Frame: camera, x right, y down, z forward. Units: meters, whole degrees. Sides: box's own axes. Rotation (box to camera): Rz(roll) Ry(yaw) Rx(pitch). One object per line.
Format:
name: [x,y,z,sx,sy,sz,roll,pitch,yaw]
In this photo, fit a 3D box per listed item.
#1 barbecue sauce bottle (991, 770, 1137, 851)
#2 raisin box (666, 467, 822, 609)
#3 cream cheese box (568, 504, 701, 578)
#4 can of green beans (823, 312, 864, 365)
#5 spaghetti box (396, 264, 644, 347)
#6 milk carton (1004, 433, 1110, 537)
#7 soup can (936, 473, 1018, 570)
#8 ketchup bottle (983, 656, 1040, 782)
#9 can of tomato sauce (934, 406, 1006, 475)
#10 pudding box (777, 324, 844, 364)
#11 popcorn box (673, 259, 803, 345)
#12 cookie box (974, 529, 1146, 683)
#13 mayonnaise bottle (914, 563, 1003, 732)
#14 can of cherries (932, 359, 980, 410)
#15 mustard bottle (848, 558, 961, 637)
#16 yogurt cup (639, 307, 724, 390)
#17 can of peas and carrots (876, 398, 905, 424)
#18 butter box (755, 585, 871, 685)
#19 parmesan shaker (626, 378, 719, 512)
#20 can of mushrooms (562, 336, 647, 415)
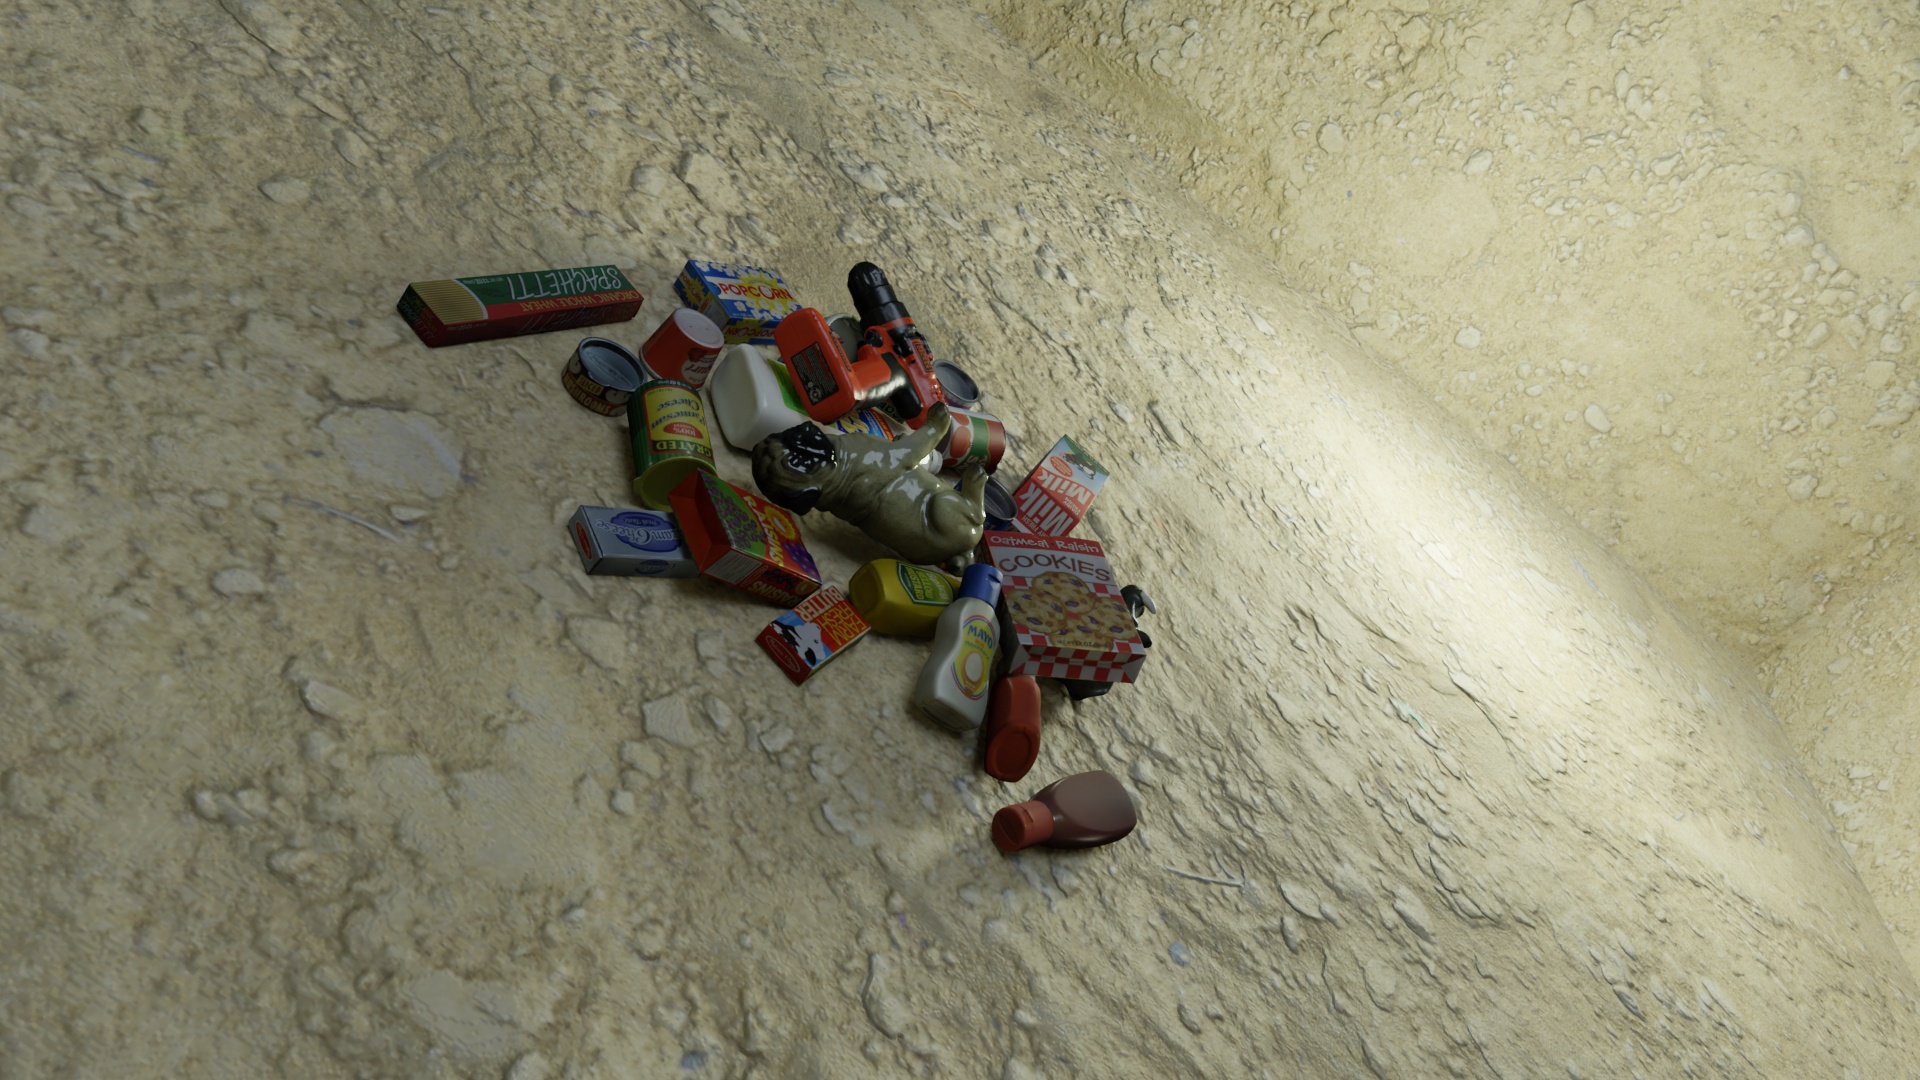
barbecue sauce bottle: [0.087,0.233,1.175,0.149,0.043,0.065,1,49,-49]
raisin box: [-0.175,0.000,1.142,0.123,0.040,0.086,30,26,-55]
cream cheese box: [-0.252,0.001,1.093,0.104,0.024,0.053,5,47,-48]
can of green beans: [-0.135,-0.199,1.442,0.071,0.057,0.071,7,81,-45]
spaghetti box: [-0.377,-0.209,1.219,0.050,0.028,0.251,48,30,9]
milk carton: [0.096,-0.042,1.523,0.072,0.073,0.191,42,29,-1]
soup can: [0.005,-0.017,1.369,0.071,0.083,0.072,30,31,-20]
ketchup bottle: [0.047,0.148,1.226,0.043,0.064,0.149,20,24,-5]
can of tomato sauce: [-0.002,-0.108,1.503,0.083,0.071,0.071,7,44,-46]
pudding box: [-0.158,-0.175,1.383,0.030,0.083,0.050,47,30,10]
popcorn box: [-0.224,-0.246,1.444,0.127,0.038,0.085,-8,57,-55]
cookie box: [0.090,0.058,1.292,0.123,0.040,0.168,6,36,-17]
mayonnaise bottle: [0.005,0.090,1.215,0.064,0.041,0.149,38,51,-30]
can of cherries: [-0.023,-0.161,1.554,0.071,0.058,0.072,30,32,-21]
mustard bottle: [-0.027,0.057,1.267,0.160,0.048,0.065,11,44,-43]
yogurt cup: [-0.258,-0.180,1.300,0.072,0.053,0.073,31,30,-20]
can of peas and carrots: [-0.085,-0.143,1.455,0.071,0.058,0.071,30,31,-20]
butter box: [-0.120,0.077,1.152,0.053,0.024,0.104,46,29,6]
parmesan shaker: [-0.246,-0.081,1.169,0.071,0.071,0.103,19,36,-36]
can of mushrooms: [-0.310,-0.142,1.205,0.071,0.033,0.071,31,31,-21]
